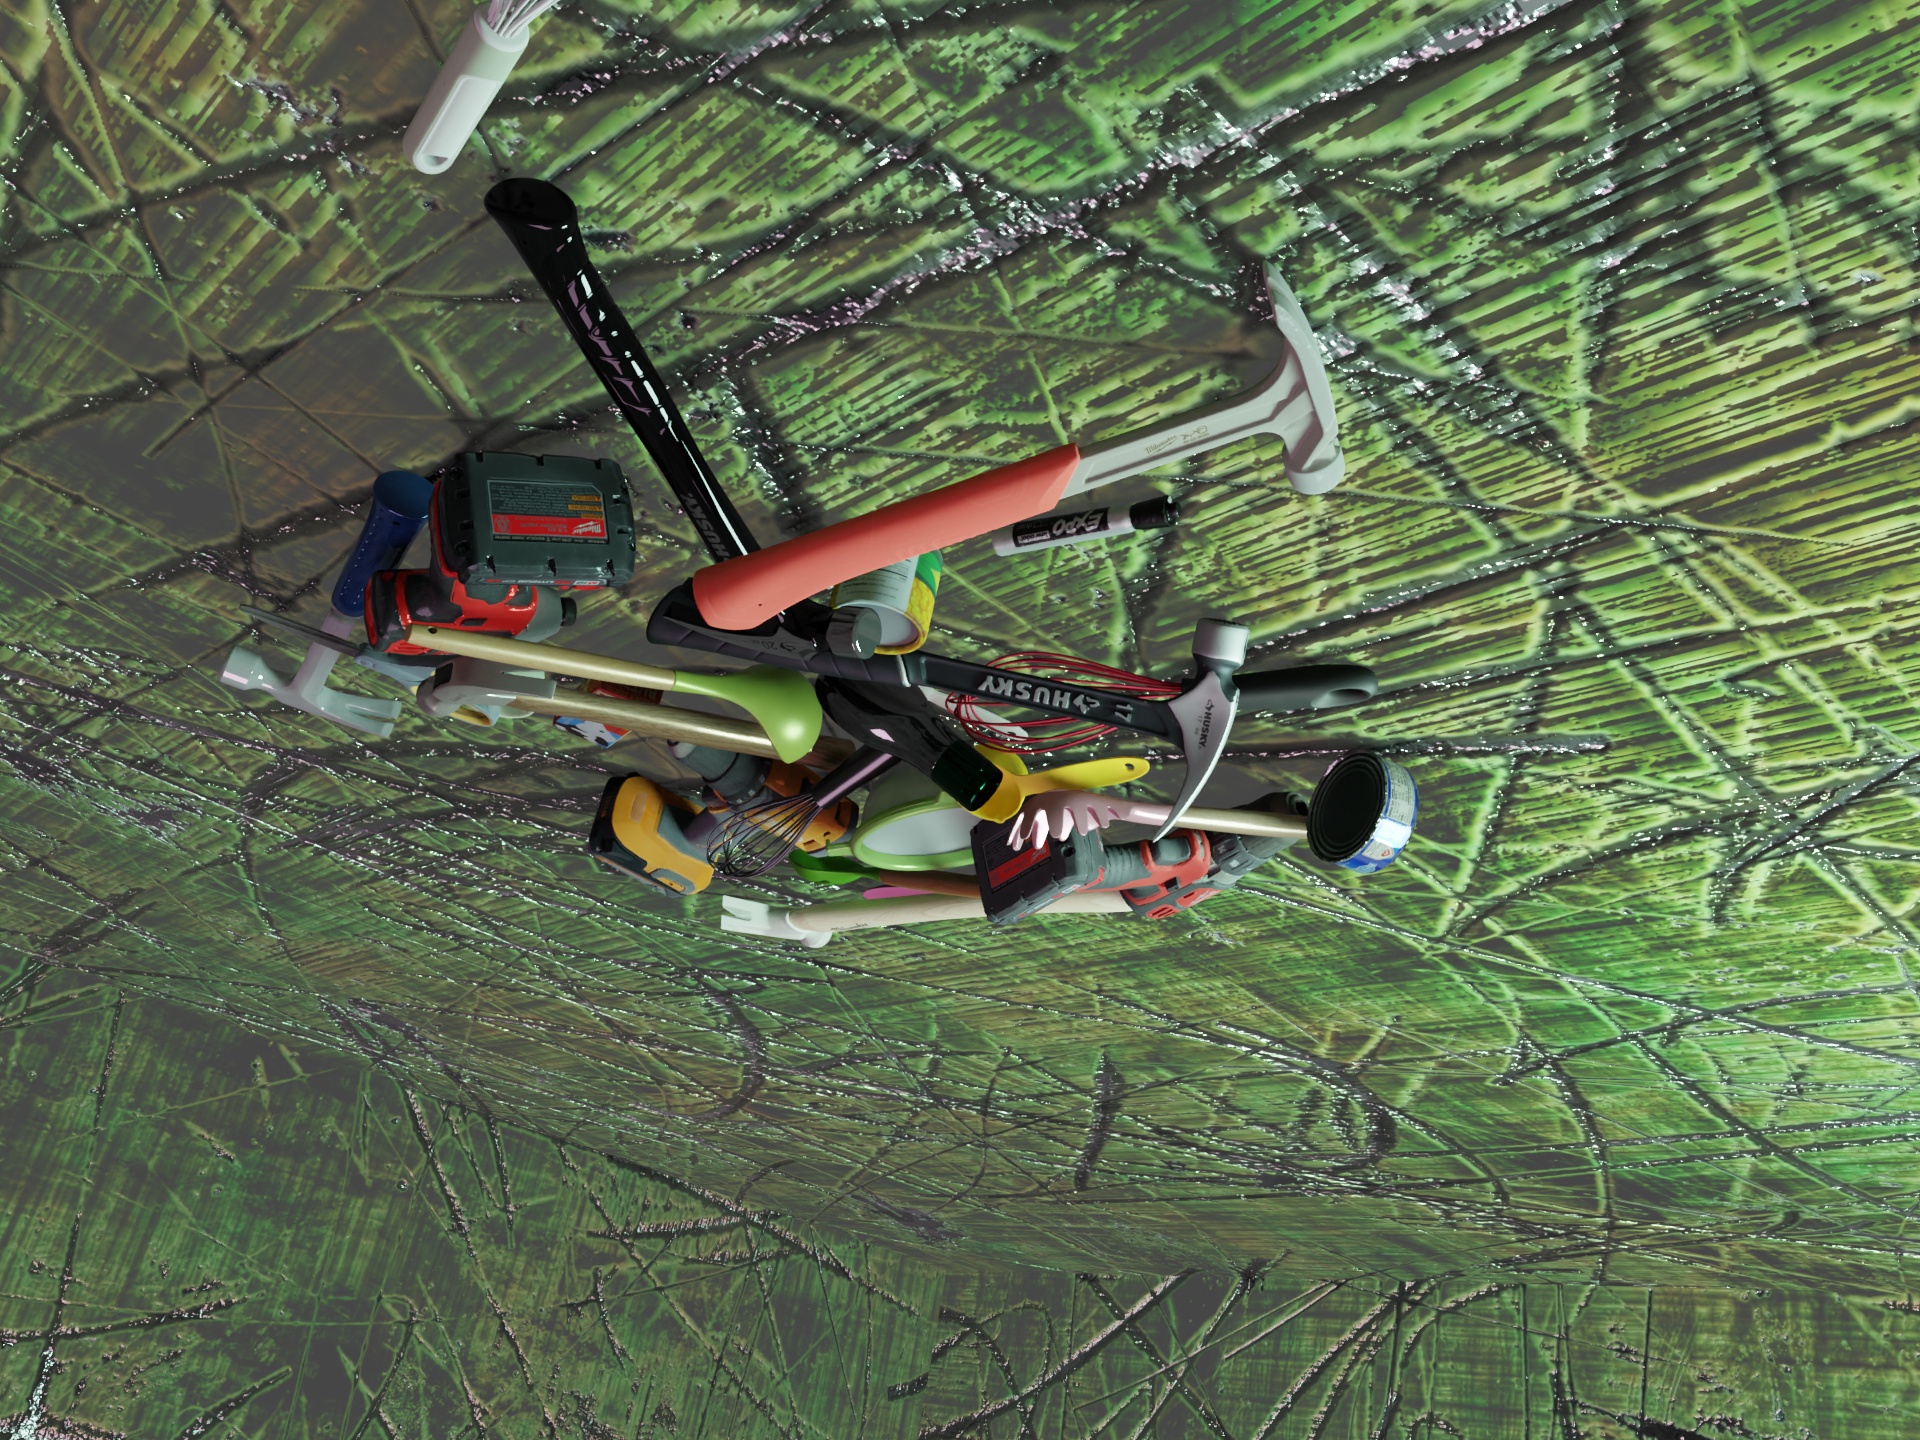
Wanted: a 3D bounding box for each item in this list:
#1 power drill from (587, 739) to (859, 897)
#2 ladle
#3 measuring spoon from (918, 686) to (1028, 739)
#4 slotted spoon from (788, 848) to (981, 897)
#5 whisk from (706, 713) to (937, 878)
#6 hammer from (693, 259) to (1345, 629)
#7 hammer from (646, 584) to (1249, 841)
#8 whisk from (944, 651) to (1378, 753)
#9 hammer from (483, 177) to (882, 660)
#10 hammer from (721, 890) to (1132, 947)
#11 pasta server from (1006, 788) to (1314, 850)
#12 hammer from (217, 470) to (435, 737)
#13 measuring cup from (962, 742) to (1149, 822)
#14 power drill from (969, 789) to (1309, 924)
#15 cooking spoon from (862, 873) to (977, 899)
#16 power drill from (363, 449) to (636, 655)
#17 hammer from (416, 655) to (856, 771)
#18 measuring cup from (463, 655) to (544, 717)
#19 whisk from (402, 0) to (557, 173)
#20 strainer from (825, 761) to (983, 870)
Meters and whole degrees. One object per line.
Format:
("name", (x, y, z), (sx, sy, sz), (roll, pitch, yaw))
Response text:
("power drill", (-0.225, 0.071, 1.365), (0.226, 0.084, 0.185), (-19, 138, 38))
("ladle", (-0.231, -0.025, 1.106), (0.320, 0.078, 0.062), (11, 139, -38))
("measuring spoon", (-0.002, -0.004, 1.197), (0.124, 0.018, 0.034), (23, 150, -23))
("slotted spoon", (-0.052, 0.136, 1.379), (0.070, 0.031, 0.314), (4, 177, -38))
("whisk", (-0.111, 0.057, 1.252), (0.239, 0.055, 0.055), (-35, 133, 21))
("hammer", (0.017, -0.123, 0.843), (0.359, 0.037, 0.149), (-17, 146, 16))
("hammer", (-0.021, -0.029, 1.070), (0.409, 0.149, 0.036), (12, -174, 13))
("whisk", (0.133, -0.016, 1.086), (0.296, 0.073, 0.073), (-3, 150, 14))
("hammer", (-0.167, -0.156, 0.897), (0.146, 0.035, 0.334), (8, 145, 31))
("hammer", (-0.028, 0.170, 1.454), (0.411, 0.038, 0.146), (-10, 162, 33))
("pasta server", (0.175, 0.078, 1.145), (0.316, 0.040, 0.060), (6, 164, -28))
("hammer", (-0.459, -0.081, 1.204), (0.144, 0.035, 0.405), (24, 150, -23))
("measuring cup", (0.065, 0.035, 1.132), (0.156, 0.029, 0.062), (-10, 121, 29))
("power drill", (0.142, 0.098, 1.227), (0.226, 0.080, 0.188), (7, 152, -37))
("cooking spoon", (0.030, 0.147, 1.475), (0.319, 0.017, 0.068), (-14, 148, 41))
("power drill", (-0.298, -0.097, 1.045), (0.143, 0.079, 0.219), (-1, 166, -33))
("hammer", (-0.226, -0.001, 1.195), (0.331, 0.031, 0.130), (12, 164, -32))
("measuring cup", (-0.363, -0.060, 1.211), (0.083, 0.038, 0.167), (10, 149, 4))
("whisk", (-0.192, -0.300, 0.677), (0.057, 0.059, 0.246), (-4, 170, -36))
("strainer", (0.021, 0.073, 1.305), (0.256, 0.069, 0.151), (13, 149, -43))
